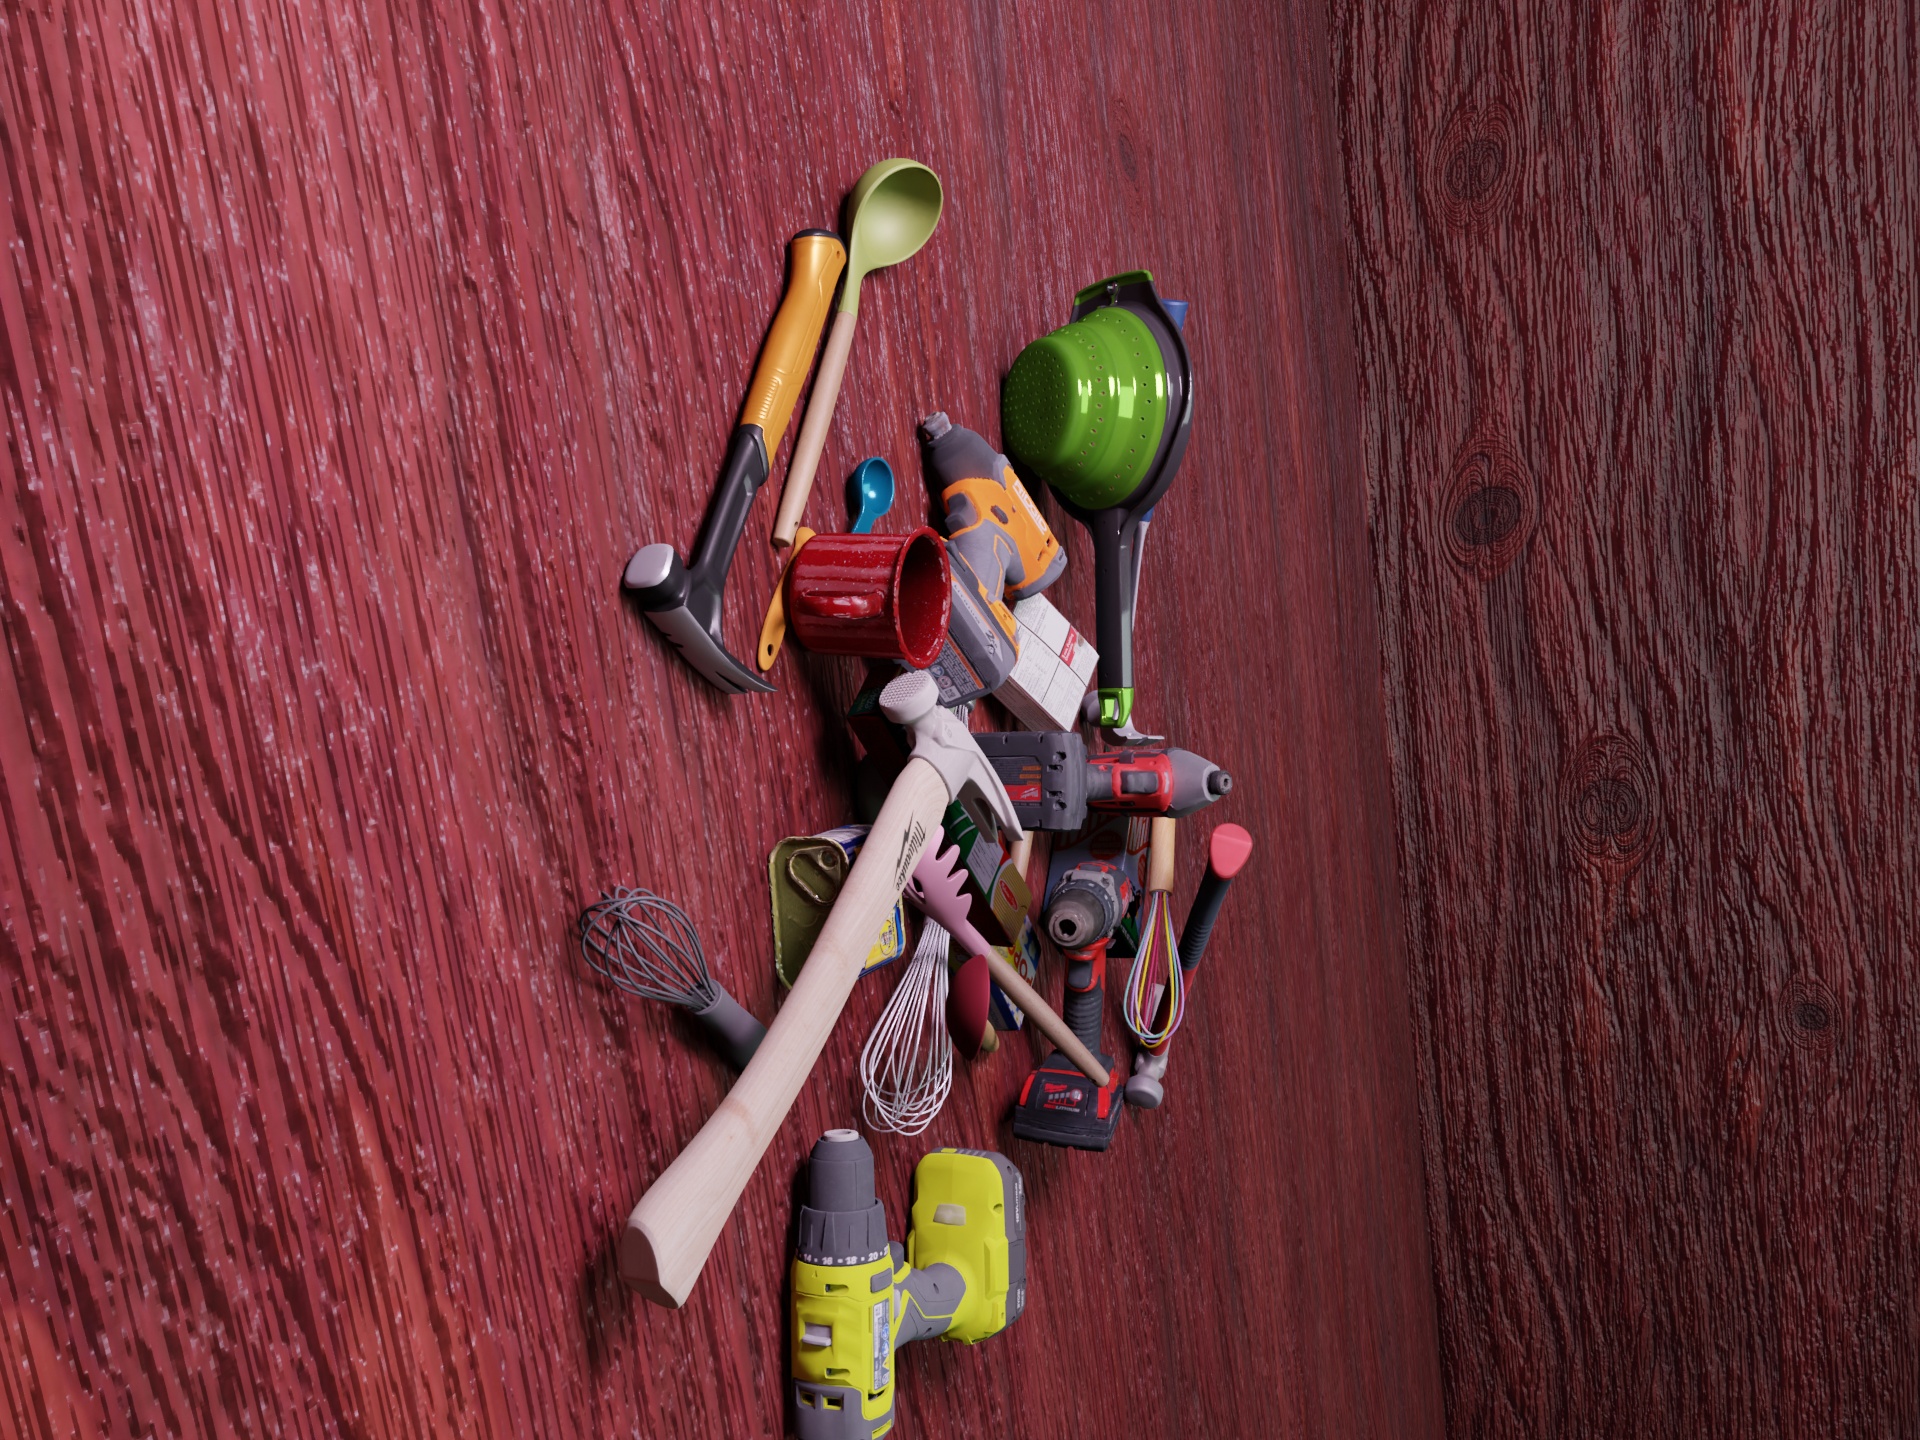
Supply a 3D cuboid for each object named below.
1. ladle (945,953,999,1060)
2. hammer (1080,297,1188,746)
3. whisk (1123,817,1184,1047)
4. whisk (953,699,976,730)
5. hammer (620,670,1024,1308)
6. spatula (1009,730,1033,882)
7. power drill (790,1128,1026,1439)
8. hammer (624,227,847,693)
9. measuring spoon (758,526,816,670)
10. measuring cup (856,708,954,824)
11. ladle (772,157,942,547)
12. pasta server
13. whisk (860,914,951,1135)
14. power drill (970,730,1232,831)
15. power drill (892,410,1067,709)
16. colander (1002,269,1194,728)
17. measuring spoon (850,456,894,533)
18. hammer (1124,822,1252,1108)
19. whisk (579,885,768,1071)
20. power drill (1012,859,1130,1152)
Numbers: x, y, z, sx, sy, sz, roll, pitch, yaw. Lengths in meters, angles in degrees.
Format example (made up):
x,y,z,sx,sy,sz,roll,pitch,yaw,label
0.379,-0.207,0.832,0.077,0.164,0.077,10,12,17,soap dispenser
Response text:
x,y,z,sx,sy,sz,roll,pitch,yaw,label
0.014,0.221,1.154,0.315,0.031,0.069,76,19,-73,ladle
0.164,-0.169,1.429,0.144,0.035,0.405,-126,-142,-68,hammer
0.177,0.178,1.441,0.047,0.051,0.245,93,3,-60,whisk
-0.002,-0.004,1.243,0.059,0.058,0.247,113,-13,-59,whisk
-0.074,0.157,0.937,0.146,0.038,0.411,57,43,-30,hammer
0.056,0.027,1.385,0.082,0.044,0.318,35,60,-59,spatula
-0.038,0.362,1.079,0.228,0.080,0.190,7,82,-62,power drill
-0.121,-0.180,1.006,0.127,0.034,0.337,55,40,-48,hammer
-0.112,-0.081,1.041,0.021,0.011,0.117,58,38,-47,measuring spoon
-0.035,0.019,1.170,0.168,0.038,0.083,-71,148,-42,measuring cup
-0.073,-0.256,1.095,0.078,0.062,0.320,61,37,-59,ladle
0.032,0.177,1.159,0.315,0.060,0.040,51,52,-35,pasta server
-0.023,0.173,1.165,0.285,0.070,0.070,-77,151,-42,whisk
0.115,0.051,1.313,0.219,0.143,0.078,3,86,-47,power drill
-0.001,-0.129,1.198,0.164,0.084,0.227,56,32,-21,power drill
0.103,-0.190,1.380,0.094,0.204,0.397,-2,91,-34,colander
-0.079,-0.129,1.121,0.042,0.021,0.129,47,55,-51,measuring spoon
0.218,0.215,1.513,0.386,0.038,0.143,98,9,-48,hammer
-0.147,0.160,0.902,0.238,0.055,0.055,62,34,-51,whisk
0.095,0.232,1.306,0.188,0.080,0.226,-13,108,-77,power drill
